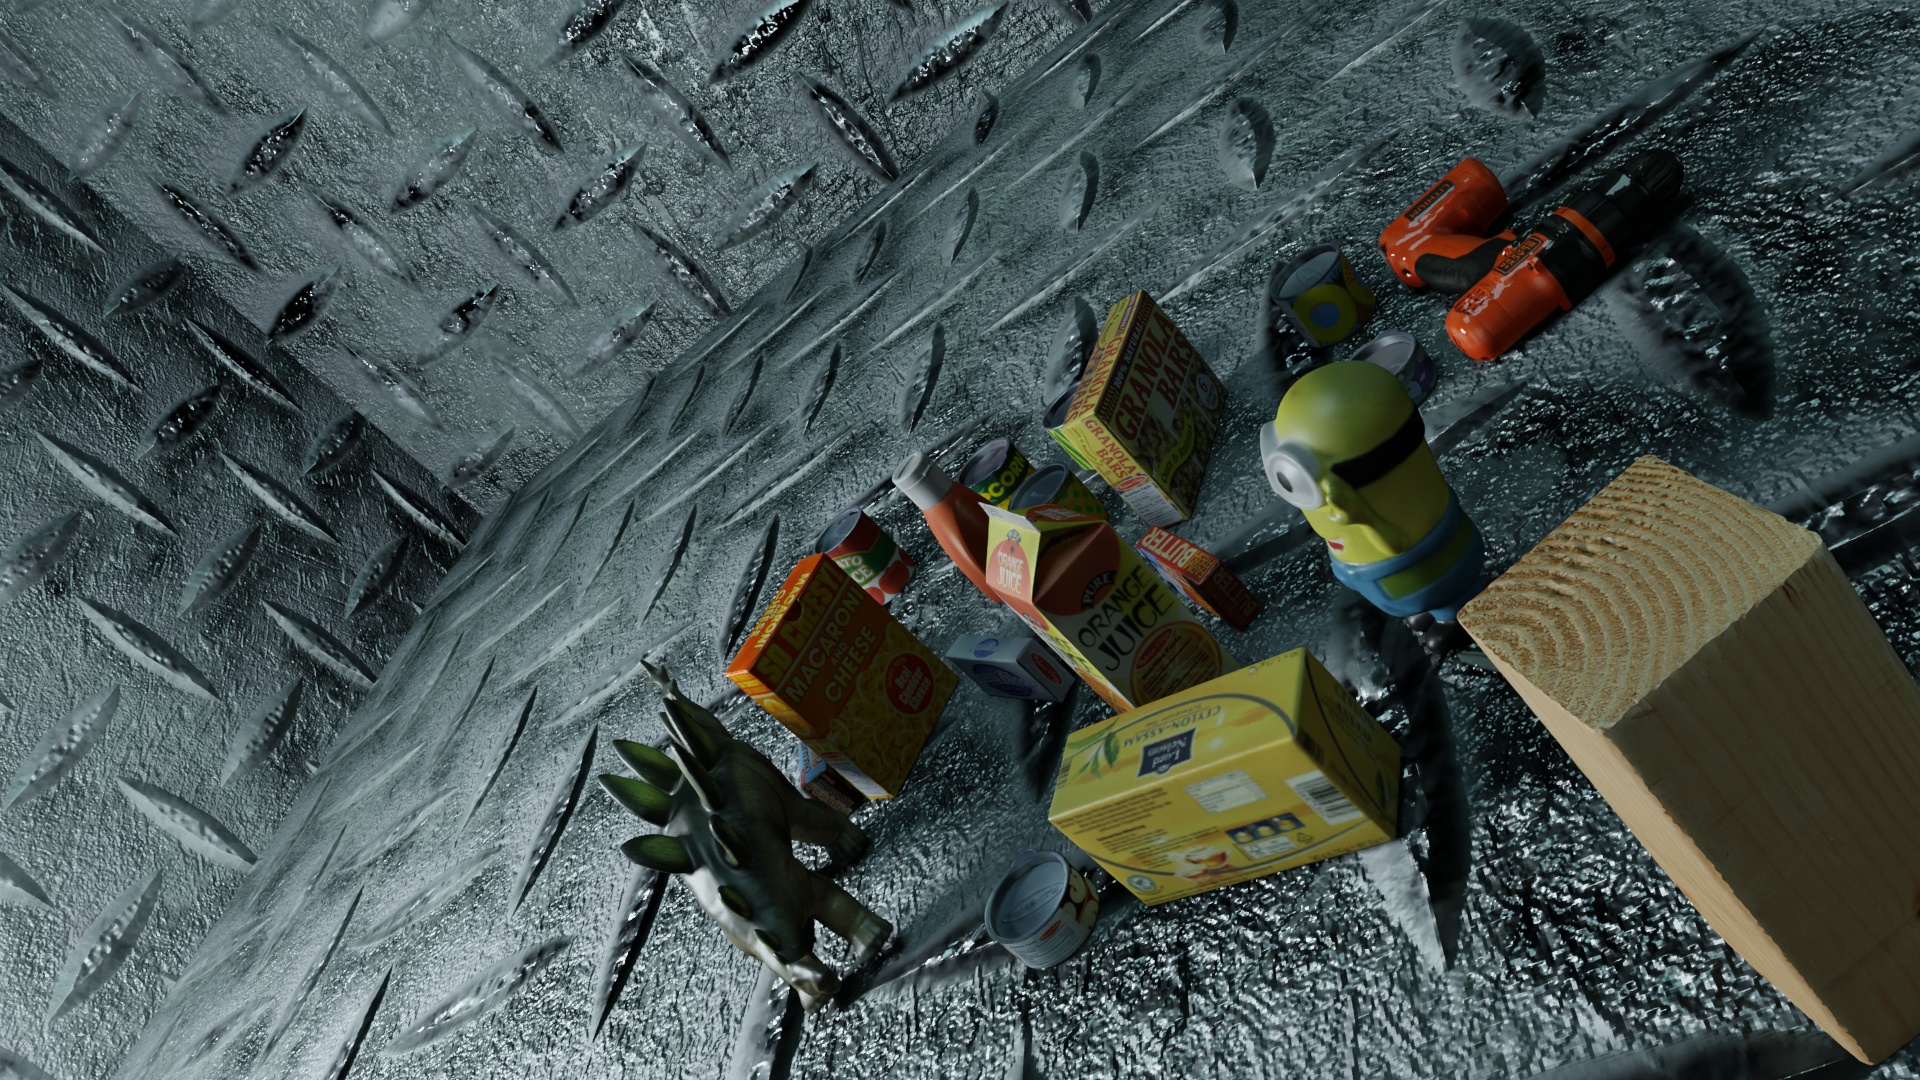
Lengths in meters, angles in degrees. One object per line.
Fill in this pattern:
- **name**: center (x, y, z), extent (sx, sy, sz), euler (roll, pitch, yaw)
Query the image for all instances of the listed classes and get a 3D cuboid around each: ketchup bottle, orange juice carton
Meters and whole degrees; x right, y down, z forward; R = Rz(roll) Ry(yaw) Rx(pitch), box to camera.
- **ketchup bottle**: center (0.004, -0.015, 1.195), extent (0.043, 0.148, 0.065), euler (-12, 39, 53)
- **orange juice carton**: center (0.088, 0.043, 0.902), extent (0.073, 0.192, 0.072), euler (-48, 23, -8)

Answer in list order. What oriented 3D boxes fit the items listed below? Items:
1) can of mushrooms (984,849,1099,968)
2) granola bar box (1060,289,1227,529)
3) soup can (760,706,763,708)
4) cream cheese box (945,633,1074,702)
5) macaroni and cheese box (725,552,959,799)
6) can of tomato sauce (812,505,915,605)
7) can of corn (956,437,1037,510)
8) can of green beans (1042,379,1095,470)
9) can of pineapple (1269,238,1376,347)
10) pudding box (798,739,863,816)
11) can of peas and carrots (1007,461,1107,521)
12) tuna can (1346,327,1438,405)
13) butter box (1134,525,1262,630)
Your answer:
- **can of mushrooms**: center (0.051, 0.226, 0.858), extent (0.071, 0.033, 0.071), euler (-36, 24, 19)
- **granola bar box**: center (0.154, -0.108, 1.133), extent (0.039, 0.124, 0.166), euler (-24, 30, 41)
- **soup can**: center (-0.128, 0.144, 1.230), extent (0.071, 0.083, 0.072), euler (-36, 24, 19)
- **cream cheese box**: center (0.037, 0.098, 1.072), extent (0.024, 0.053, 0.103), euler (-54, 25, -21)
- **macaroni and cheese box**: center (-0.091, 0.109, 1.120), extent (0.040, 0.166, 0.124), euler (-16, 36, 49)
- **can of tomato sauce**: center (-0.097, 0.018, 1.392), extent (0.071, 0.083, 0.071), euler (-36, 24, 19)
- **can of corn**: center (0.041, -0.055, 1.317), extent (0.071, 0.058, 0.071), euler (-36, 24, 19)
- **can of green beans**: center (0.119, -0.107, 1.276), extent (0.071, 0.057, 0.071), euler (-36, 24, 19)
- **can of pineapple**: center (0.298, -0.201, 1.135), extent (0.071, 0.057, 0.071), euler (-36, 24, 19)
- **pudding box**: center (-0.110, 0.190, 1.165), extent (0.030, 0.049, 0.084), euler (-40, 23, 11)
- **can of peas and carrots**: center (0.082, -0.023, 1.193), extent (0.071, 0.058, 0.071), euler (-36, 24, 19)
- **tuna can**: center (0.310, -0.120, 1.010), extent (0.071, 0.032, 0.071), euler (-36, 24, 19)
- **butter box**: center (0.167, 0.025, 0.979), extent (0.024, 0.053, 0.103), euler (-46, 23, -2)
